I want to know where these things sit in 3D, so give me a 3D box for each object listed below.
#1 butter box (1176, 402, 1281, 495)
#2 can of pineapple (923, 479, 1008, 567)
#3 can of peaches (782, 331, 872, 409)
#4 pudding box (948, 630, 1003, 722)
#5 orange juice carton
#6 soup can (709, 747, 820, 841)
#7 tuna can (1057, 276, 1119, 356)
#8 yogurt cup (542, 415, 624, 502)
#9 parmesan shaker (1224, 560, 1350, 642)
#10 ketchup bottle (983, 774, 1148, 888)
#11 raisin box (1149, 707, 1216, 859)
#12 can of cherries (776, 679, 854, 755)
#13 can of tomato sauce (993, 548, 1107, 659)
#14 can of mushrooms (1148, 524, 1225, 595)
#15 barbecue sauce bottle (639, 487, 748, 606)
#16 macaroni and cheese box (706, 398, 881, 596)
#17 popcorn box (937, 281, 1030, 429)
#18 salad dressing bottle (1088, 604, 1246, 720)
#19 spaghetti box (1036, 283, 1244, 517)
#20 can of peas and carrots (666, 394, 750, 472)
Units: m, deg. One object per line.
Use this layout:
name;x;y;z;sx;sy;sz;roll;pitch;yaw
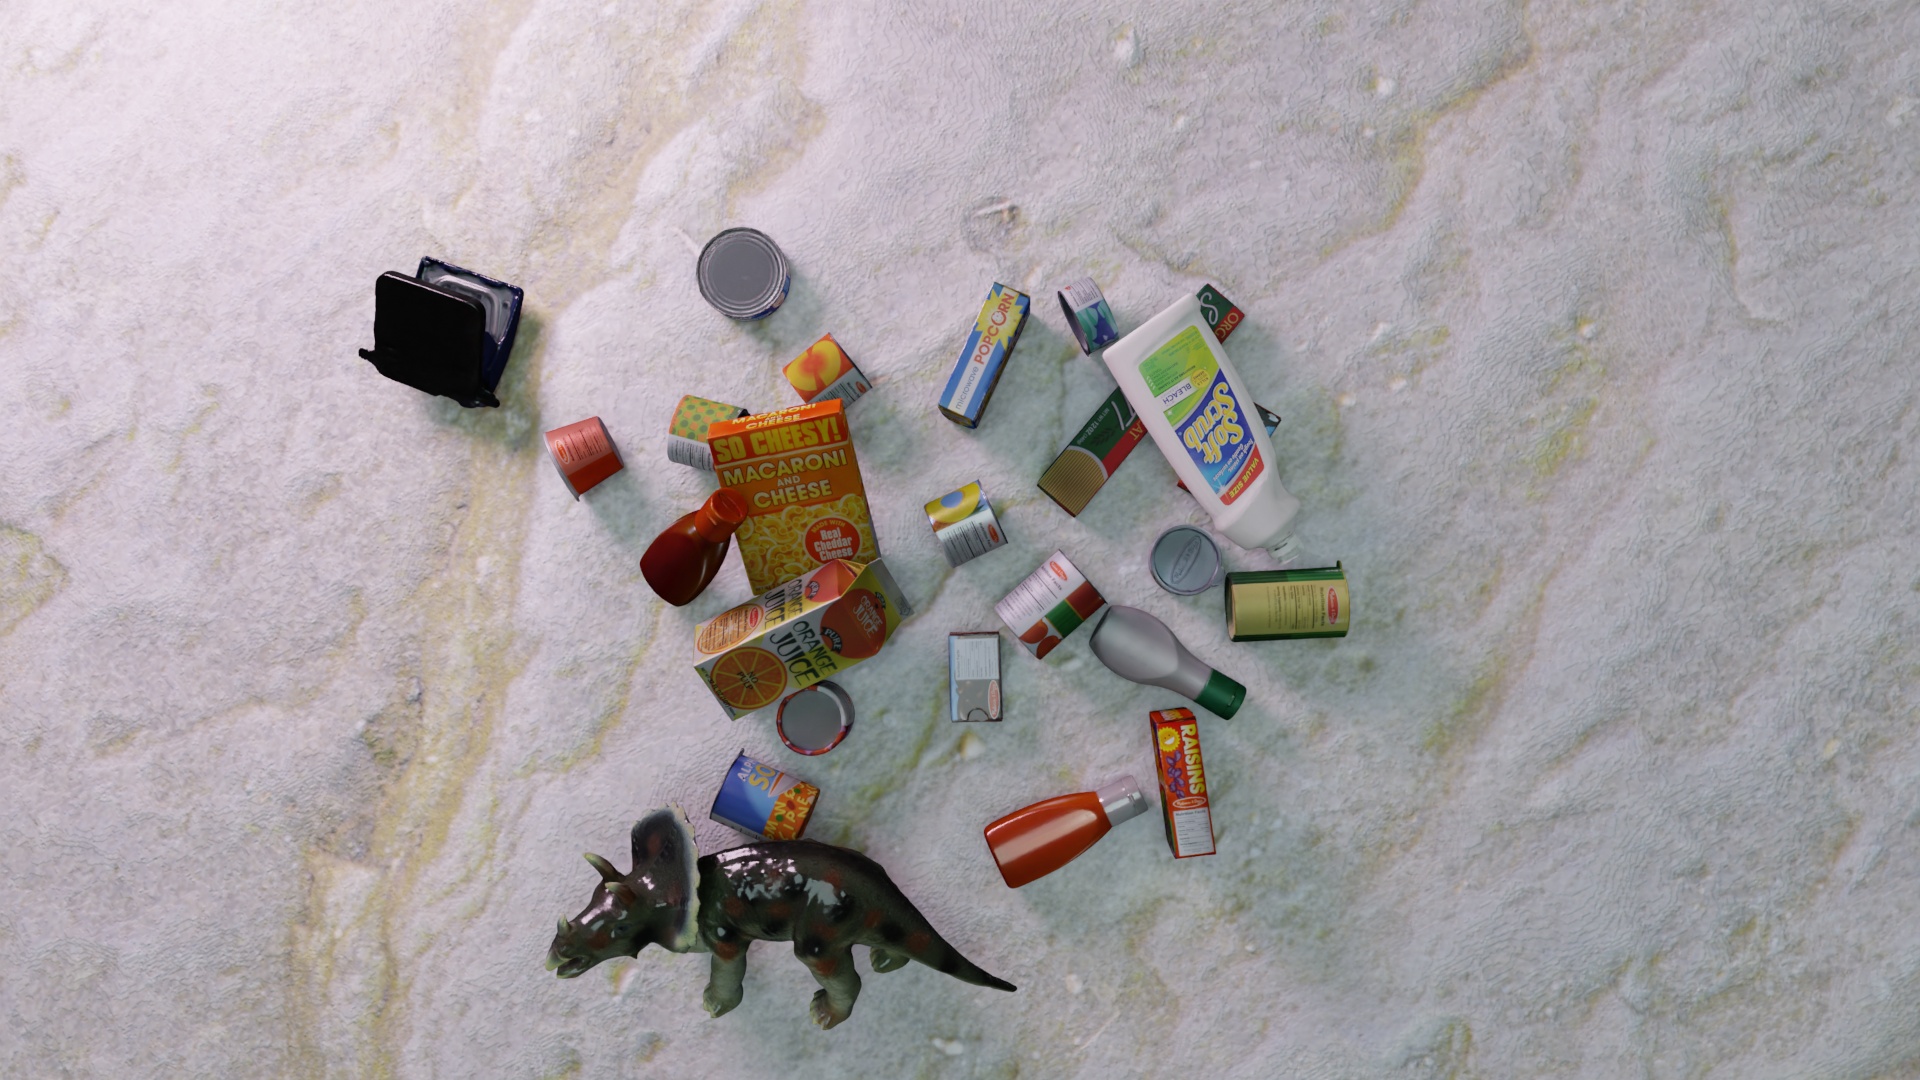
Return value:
butter box;0.251;-0.083;1.300;0.053;0.024;0.103;31;90;1
can of pineapple;0.005;-0.016;1.289;0.058;0.071;0.071;-25;88;2
can of peaches;-0.126;-0.152;1.297;0.058;0.071;0.071;-38;88;2
pudding box;0.014;0.127;1.301;0.050;0.030;0.083;-2;89;1
orange juice carton;-0.143;0.082;1.268;0.192;0.073;0.071;-25;119;6
soup can;-0.180;0.242;1.288;0.084;0.071;0.071;23;90;2
tuna can;0.120;-0.207;1.289;0.033;0.071;0.071;-27;88;1
yogurt cup;-0.352;-0.082;1.304;0.054;0.072;0.072;-27;88;-7
parmesan shaker;0.298;0.056;1.275;0.103;0.071;0.071;-3;89;3
ketchup bottle;0.100;0.265;1.288;0.149;0.043;0.064;-25;89;1
raisin box;0.202;0.218;1.264;0.040;0.086;0.123;-8;89;4
can of cherries;-0.136;0.166;1.292;0.071;0.058;0.071;0;89;2
can of tomato sauce;0.083;0.060;1.284;0.083;0.071;0.071;-42;88;1
can of mushrooms;0.211;0.020;1.295;0.071;0.033;0.071;0;88;2
barbecue sauce bottle;-0.239;0.003;1.263;0.065;0.148;0.044;49;46;0
macaroni and cheese box;-0.150;-0.039;1.270;0.124;0.040;0.165;-11;118;2
popcorn box;0.022;-0.168;1.280;0.038;0.085;0.126;25;90;3
salad dressing bottle;0.193;0.115;1.289;0.148;0.044;0.064;31;88;1
spaghetti box;0.169;-0.132;1.302;0.050;0.028;0.250;40;91;1
can of peas and carrots;-0.235;-0.100;1.300;0.059;0.071;0.071;14;90;3
